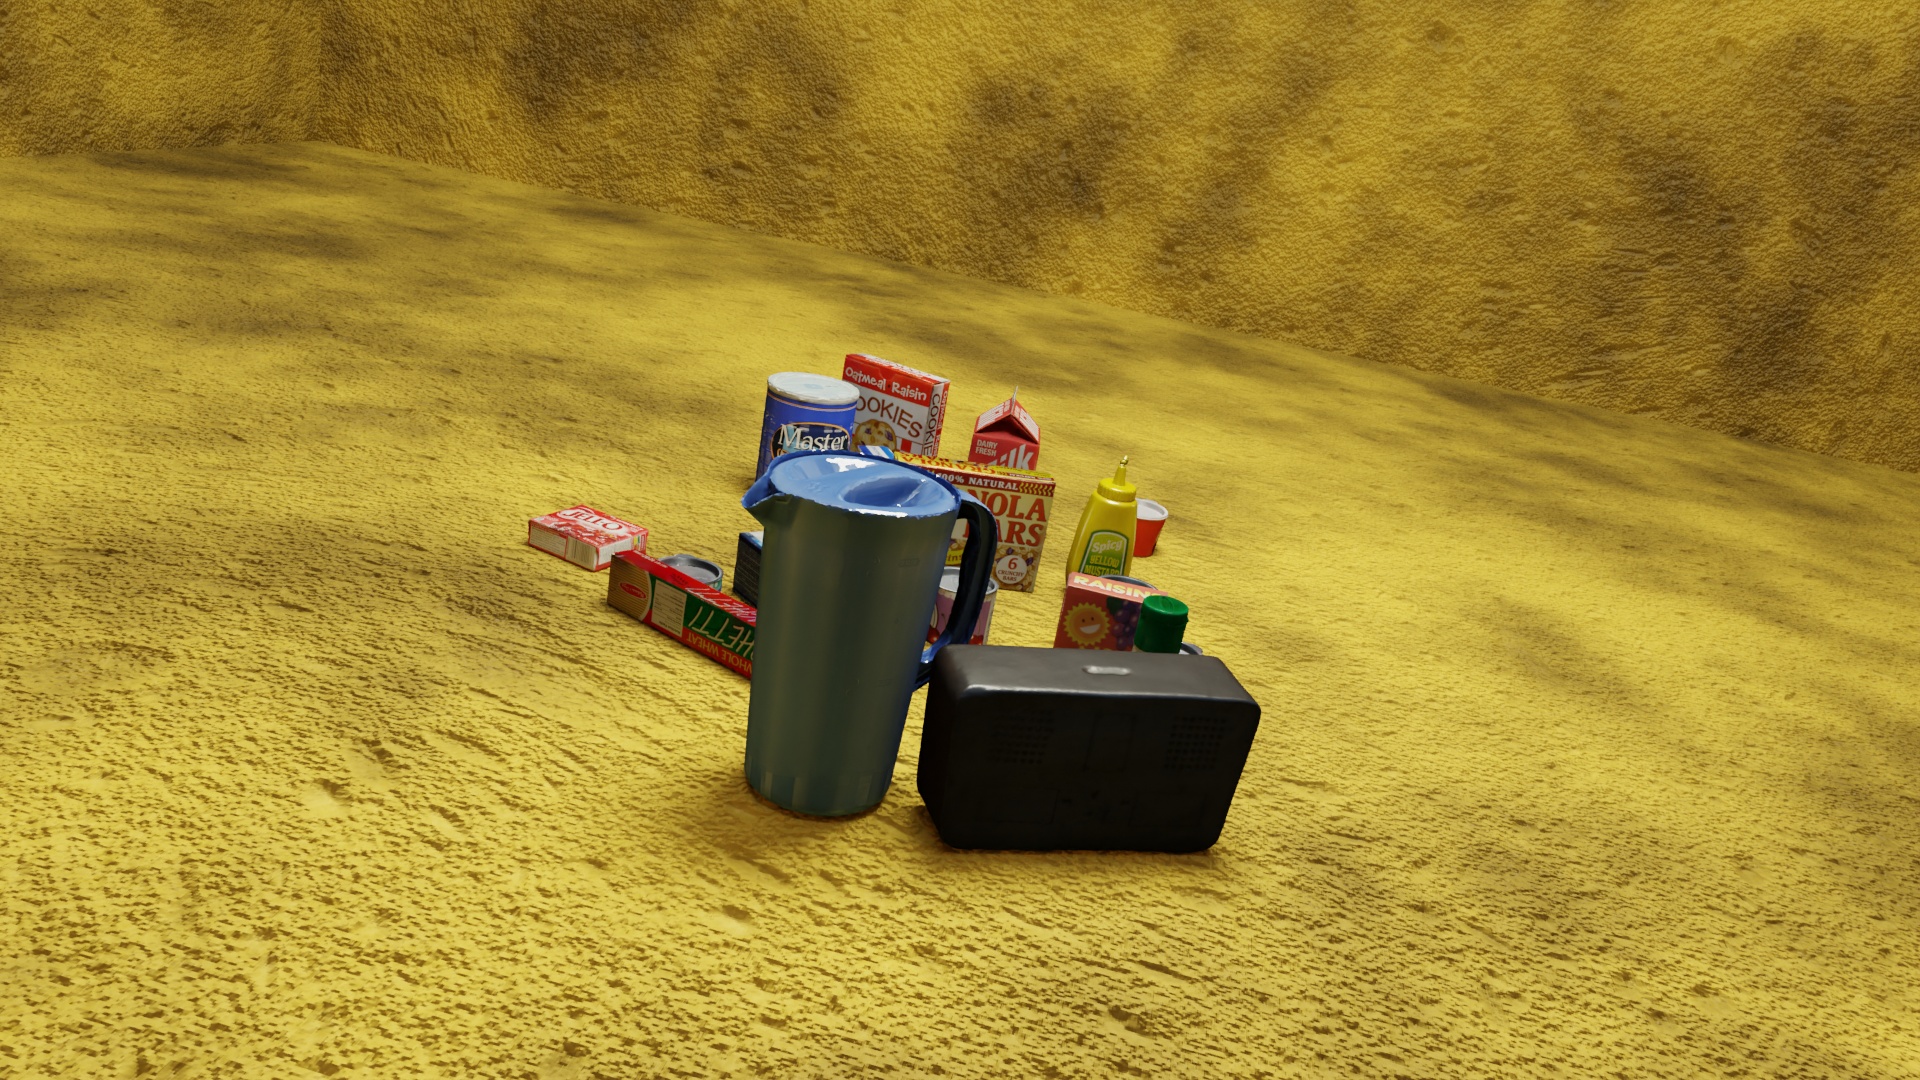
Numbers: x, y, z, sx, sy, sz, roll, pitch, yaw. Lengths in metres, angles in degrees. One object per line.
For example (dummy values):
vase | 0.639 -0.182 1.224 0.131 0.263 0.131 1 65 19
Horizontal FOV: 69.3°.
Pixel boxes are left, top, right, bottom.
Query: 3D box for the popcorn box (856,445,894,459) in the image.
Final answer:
popcorn box | -0.085 -0.044 1.511 0.038 0.085 0.127 3 21 -21

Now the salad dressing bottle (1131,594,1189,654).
salad dressing bottle | 0.146 0.116 1.094 0.044 0.147 0.064 9 19 -4

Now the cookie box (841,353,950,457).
cookie box | -0.085 -0.119 1.595 0.123 0.166 0.040 20 21 26

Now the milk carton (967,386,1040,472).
milk carton | 0.041 -0.066 1.480 0.073 0.189 0.072 11 19 0

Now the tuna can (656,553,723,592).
tuna can | -0.252 0.040 1.270 0.071 0.032 0.071 9 20 -3

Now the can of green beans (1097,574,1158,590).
can of green beans | 0.157 0.072 1.354 0.071 0.057 0.071 9 19 -3

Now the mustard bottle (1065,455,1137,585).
mustard bottle | 0.151 -0.011 1.430 0.065 0.159 0.049 8 19 -6

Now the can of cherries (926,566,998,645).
can of cherries | -0.005 0.063 1.296 0.071 0.058 0.072 9 19 -3

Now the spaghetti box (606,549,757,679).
spaghetti box | -0.206 0.073 1.178 0.250 0.050 0.029 23 23 31

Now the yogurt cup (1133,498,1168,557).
yogurt cup | 0.204 -0.015 1.624 0.072 0.053 0.072 9 19 -3

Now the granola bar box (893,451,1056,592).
granola bar box | 0.005 -0.018 1.427 0.166 0.123 0.039 7 19 -10

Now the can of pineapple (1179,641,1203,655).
can of pineapple | 0.179 0.123 1.226 0.071 0.057 0.071 9 19 -3

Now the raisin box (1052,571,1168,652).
raisin box | 0.120 0.096 1.173 0.086 0.123 0.040 13 19 7
